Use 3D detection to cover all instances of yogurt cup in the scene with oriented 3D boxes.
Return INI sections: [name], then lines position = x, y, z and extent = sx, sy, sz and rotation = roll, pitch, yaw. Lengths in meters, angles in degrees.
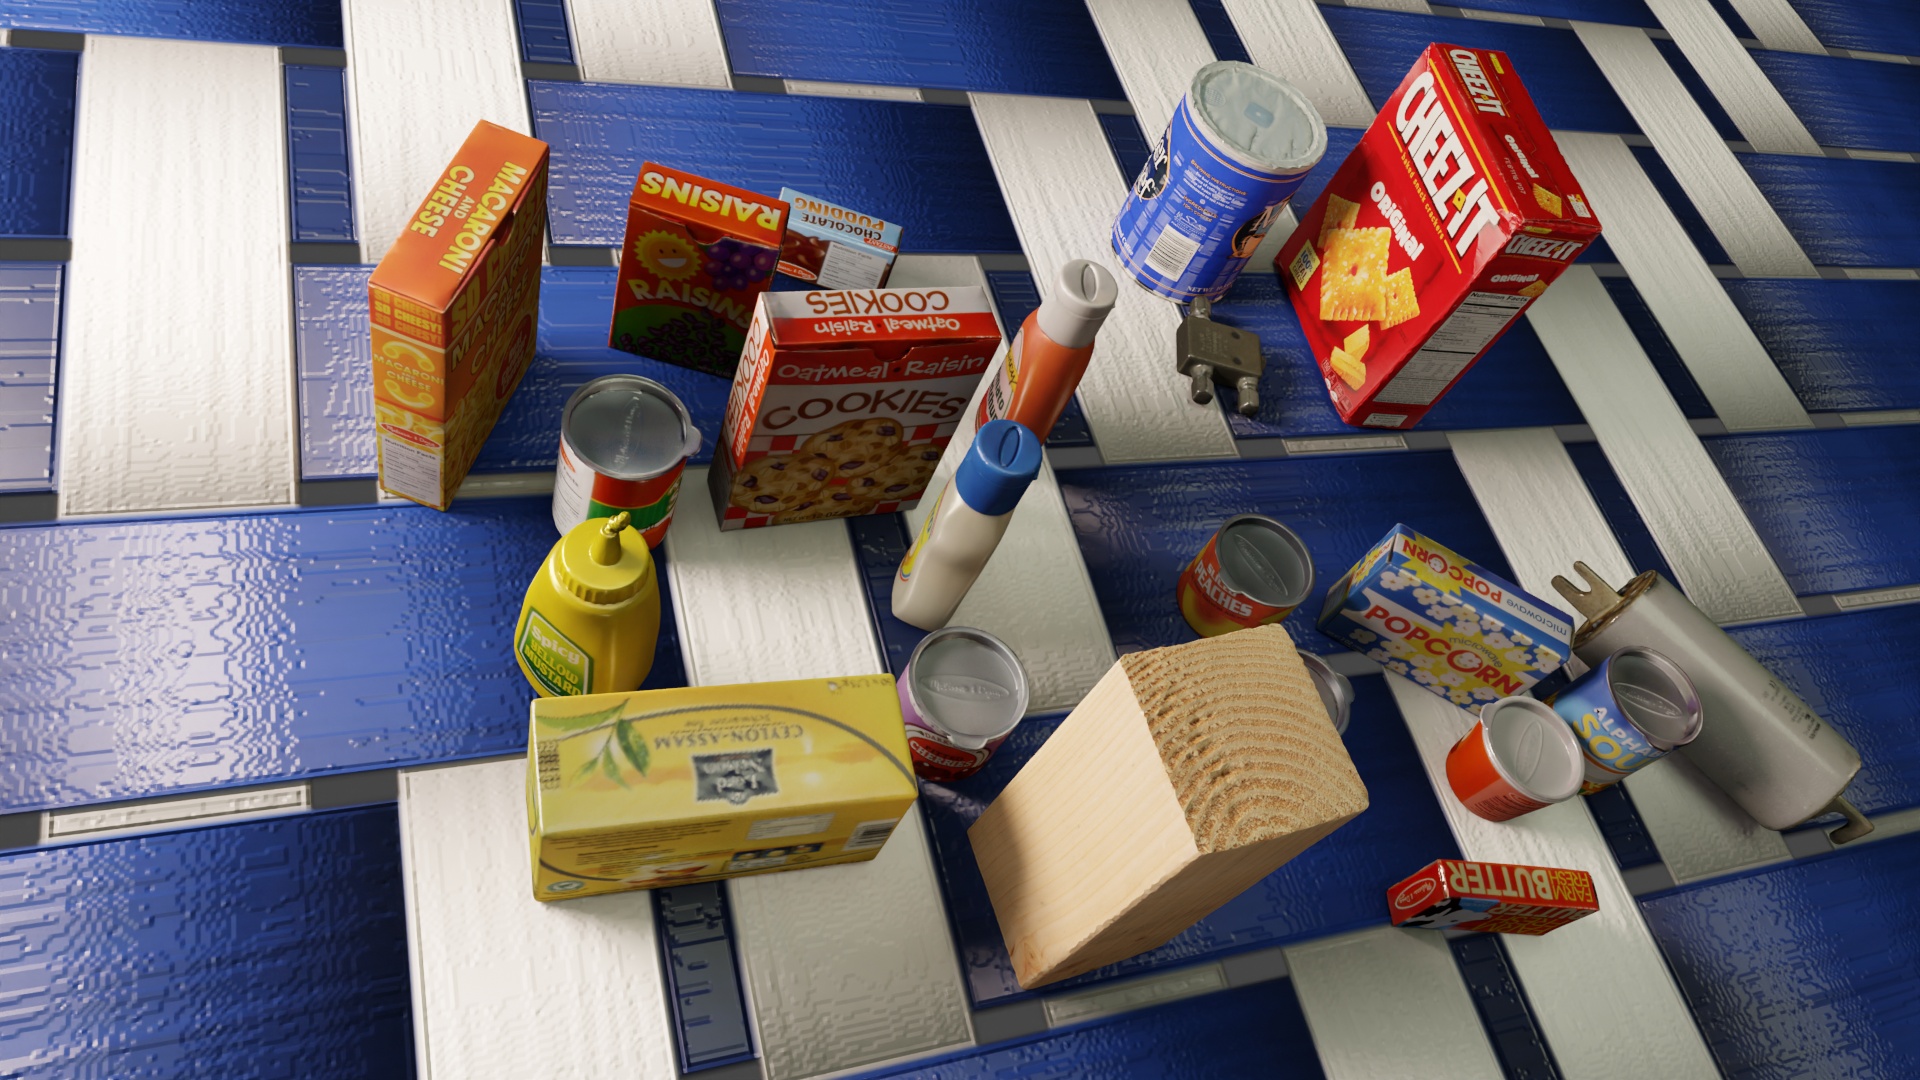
[yogurt cup]
position = 0.333, 0.135, 0.841
extent = 0.072, 0.053, 0.073
rotation = 10, 55, -15

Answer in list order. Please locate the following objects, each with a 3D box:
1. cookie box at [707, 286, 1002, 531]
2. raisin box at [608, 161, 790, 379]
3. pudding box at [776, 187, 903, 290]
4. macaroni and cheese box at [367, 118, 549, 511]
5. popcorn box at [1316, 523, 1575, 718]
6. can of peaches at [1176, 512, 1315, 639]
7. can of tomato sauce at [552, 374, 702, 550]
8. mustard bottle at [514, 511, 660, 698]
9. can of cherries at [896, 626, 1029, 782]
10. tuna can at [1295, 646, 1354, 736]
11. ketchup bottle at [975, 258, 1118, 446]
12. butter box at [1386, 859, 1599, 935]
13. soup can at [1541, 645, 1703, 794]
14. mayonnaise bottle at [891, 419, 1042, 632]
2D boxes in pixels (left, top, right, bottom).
[cookie box]
position = -0.062, -0.069, 0.756
extent = 0.123, 0.166, 0.040
rotation = -7, 61, -24
[raisin box]
position = -0.153, -0.152, 0.804
extent = 0.086, 0.122, 0.040
rotation = 15, 54, -11
[pudding box]
position = -0.084, -0.191, 0.902
extent = 0.084, 0.049, 0.030
rotation = 16, 54, -10
[macaroni and cheese box]
position = -0.254, -0.111, 0.712
extent = 0.040, 0.165, 0.124
rotation = 20, 53, -7
[popcorn box]
position = 0.301, 0.052, 0.865
extent = 0.127, 0.084, 0.038
rotation = 28, 53, -1
[can of peaches]
position = 0.172, 0.027, 0.850
extent = 0.071, 0.057, 0.071
rotation = 10, 55, -15
[can of tomato sauce]
position = -0.180, -0.037, 0.744
extent = 0.071, 0.082, 0.071
rotation = 10, 55, -15
[mustard bottle]
position = -0.173, 0.030, 0.653
extent = 0.065, 0.159, 0.049
rotation = 38, 53, 6
[can of cherries]
position = -0.004, 0.090, 0.741
extent = 0.071, 0.058, 0.072
rotation = 10, 55, -15
[tuna can]
position = 0.197, 0.098, 0.828
extent = 0.071, 0.032, 0.071
rotation = 10, 55, -15
[ketchup bottle]
position = 0.051, -0.106, 0.835
extent = 0.043, 0.148, 0.065
rotation = 11, 55, -14
[butter box]
position = 0.301, 0.203, 0.785
extent = 0.103, 0.052, 0.024
rotation = 8, 56, -16
[soup can]
position = 0.403, 0.115, 0.863
extent = 0.071, 0.083, 0.072
rotation = 10, 55, -15
[mayonnaise bottle]
position = 0.003, -0.009, 0.754
extent = 0.041, 0.147, 0.065
rotation = 23, 53, -6
